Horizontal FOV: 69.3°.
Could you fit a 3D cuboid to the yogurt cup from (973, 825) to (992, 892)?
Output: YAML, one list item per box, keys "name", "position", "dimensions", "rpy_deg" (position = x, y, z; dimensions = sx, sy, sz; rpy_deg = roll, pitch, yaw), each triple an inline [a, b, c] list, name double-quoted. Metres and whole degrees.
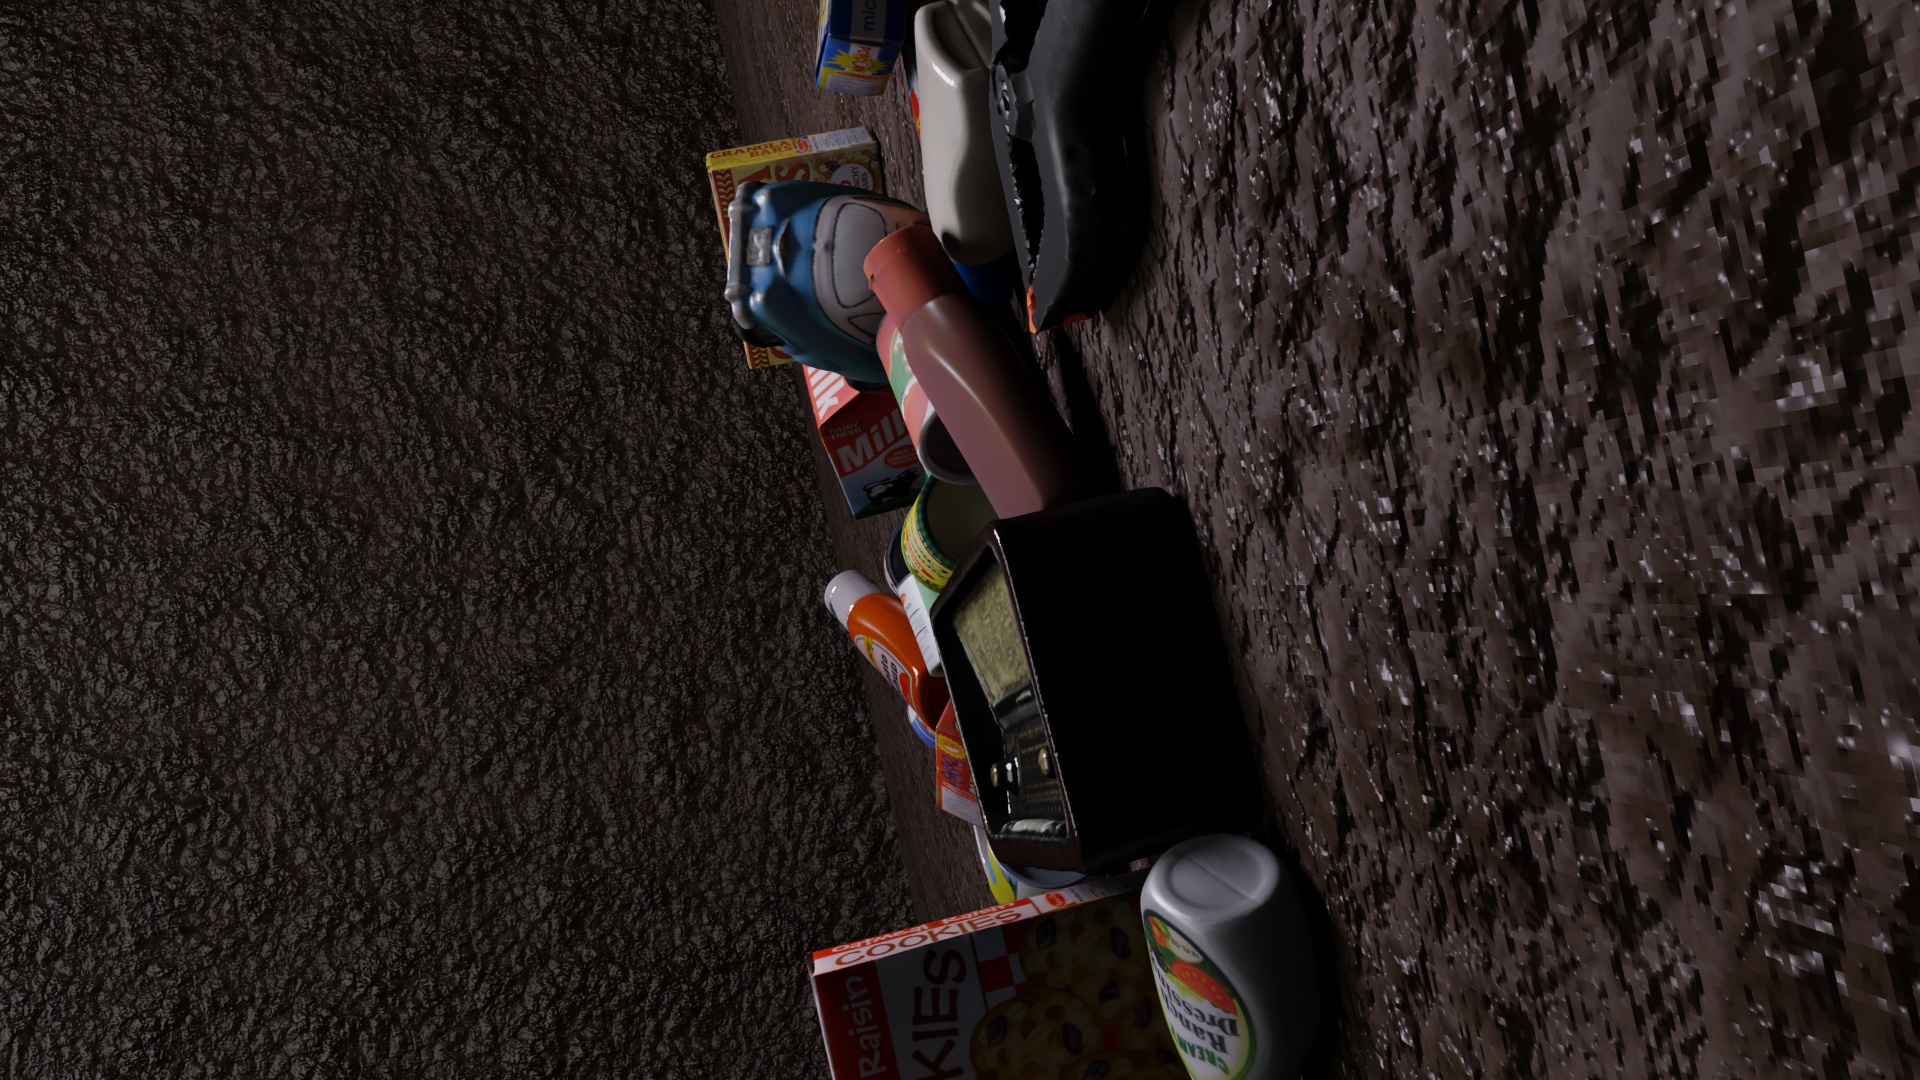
- name: "yogurt cup"
  position: [0.039, 0.176, 0.854]
  dimensions: [0.072, 0.054, 0.072]
  rpy_deg: [170, 88, -82]

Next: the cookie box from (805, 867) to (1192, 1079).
- name: "cookie box"
  position: [0.025, 0.231, 0.630]
  dimensions: [0.040, 0.168, 0.123]
  rpy_deg: [157, 100, -82]

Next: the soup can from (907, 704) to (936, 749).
- name: "soup can"
  position: [0.001, 0.115, 0.993]
  dimensions: [0.083, 0.071, 0.071]
  rpy_deg: [112, 145, -74]

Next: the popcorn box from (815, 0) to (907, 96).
- name: "popcorn box"
  position: [-0.046, -0.289, 0.670]
  dimensions: [0.085, 0.038, 0.126]
  rpy_deg: [-168, 82, -81]

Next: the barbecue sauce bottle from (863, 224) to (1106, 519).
- name: "barbecue sauce bottle"
  position: [0.008, -0.069, 0.606]
  dimensions: [0.149, 0.044, 0.064]
  rpy_deg: [59, 166, 14]

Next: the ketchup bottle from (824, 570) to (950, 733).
- name: "ketchup bottle"
  position: [-0.044, 0.068, 0.939]
  dimensions: [0.149, 0.044, 0.064]
  rpy_deg: [41, 156, 49]

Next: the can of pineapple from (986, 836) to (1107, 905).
- name: "can of pineapple"
  position: [0.047, 0.164, 0.742]
  dimensions: [0.057, 0.071, 0.071]
  rpy_deg: [88, 166, -52]

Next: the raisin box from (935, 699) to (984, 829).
- name: "raisin box"
  position: [0.020, 0.100, 0.772]
  dimensions: [0.122, 0.040, 0.086]
  rpy_deg: [91, -156, -60]

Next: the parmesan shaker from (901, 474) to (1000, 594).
- name: "parmesan shaker"
  position: [0.003, -0.010, 0.770]
  dimensions: [0.103, 0.071, 0.071]
  rpy_deg: [126, 131, -79]

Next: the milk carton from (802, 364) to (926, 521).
- name: "milk carton"
  position: [-0.065, -0.093, 0.995]
  dimensions: [0.189, 0.073, 0.072]
  rpy_deg: [75, 179, -64]

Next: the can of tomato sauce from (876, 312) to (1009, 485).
- name: "can of tomato sauce"
  position: [-0.001, -0.080, 0.690]
  dimensions: [0.070, 0.071, 0.083]
  rpy_deg: [87, 167, -48]

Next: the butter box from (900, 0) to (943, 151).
- name: "butter box"
  position: [-0.008, -0.213, 0.688]
  dimensions: [0.053, 0.024, 0.103]
  rpy_deg: [-177, 75, -82]

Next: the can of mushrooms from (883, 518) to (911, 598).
- name: "can of mushrooms"
  position: [-0.019, 0.017, 0.964]
  dimensions: [0.033, 0.071, 0.071]
  rpy_deg: [123, 134, -79]

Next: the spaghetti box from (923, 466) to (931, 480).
- name: "spaghetti box"
  position: [0.010, 0.031, 0.916]
  dimensions: [0.050, 0.029, 0.249]
  rpy_deg: [-172, 69, -80]

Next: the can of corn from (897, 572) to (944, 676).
- name: "can of corn"
  position: [0.004, 0.044, 0.848]
  dimensions: [0.071, 0.071, 0.058]
  rpy_deg: [101, 149, -70]

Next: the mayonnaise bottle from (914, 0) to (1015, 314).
- name: "mayonnaise bottle"
  position: [0.006, -0.162, 0.620]
  dimensions: [0.147, 0.041, 0.065]
  rpy_deg: [87, 164, -56]

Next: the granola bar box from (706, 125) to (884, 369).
- name: "granola bar box"
  position: [-0.115, -0.219, 1.054]
  dimensions: [0.039, 0.124, 0.164]
  rpy_deg: [-112, 12, -53]

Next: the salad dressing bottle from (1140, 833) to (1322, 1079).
- name: "salad dressing bottle"
  position: [0.097, 0.173, 0.480]
  dimensions: [0.064, 0.044, 0.147]
  rpy_deg: [24, 134, 53]
